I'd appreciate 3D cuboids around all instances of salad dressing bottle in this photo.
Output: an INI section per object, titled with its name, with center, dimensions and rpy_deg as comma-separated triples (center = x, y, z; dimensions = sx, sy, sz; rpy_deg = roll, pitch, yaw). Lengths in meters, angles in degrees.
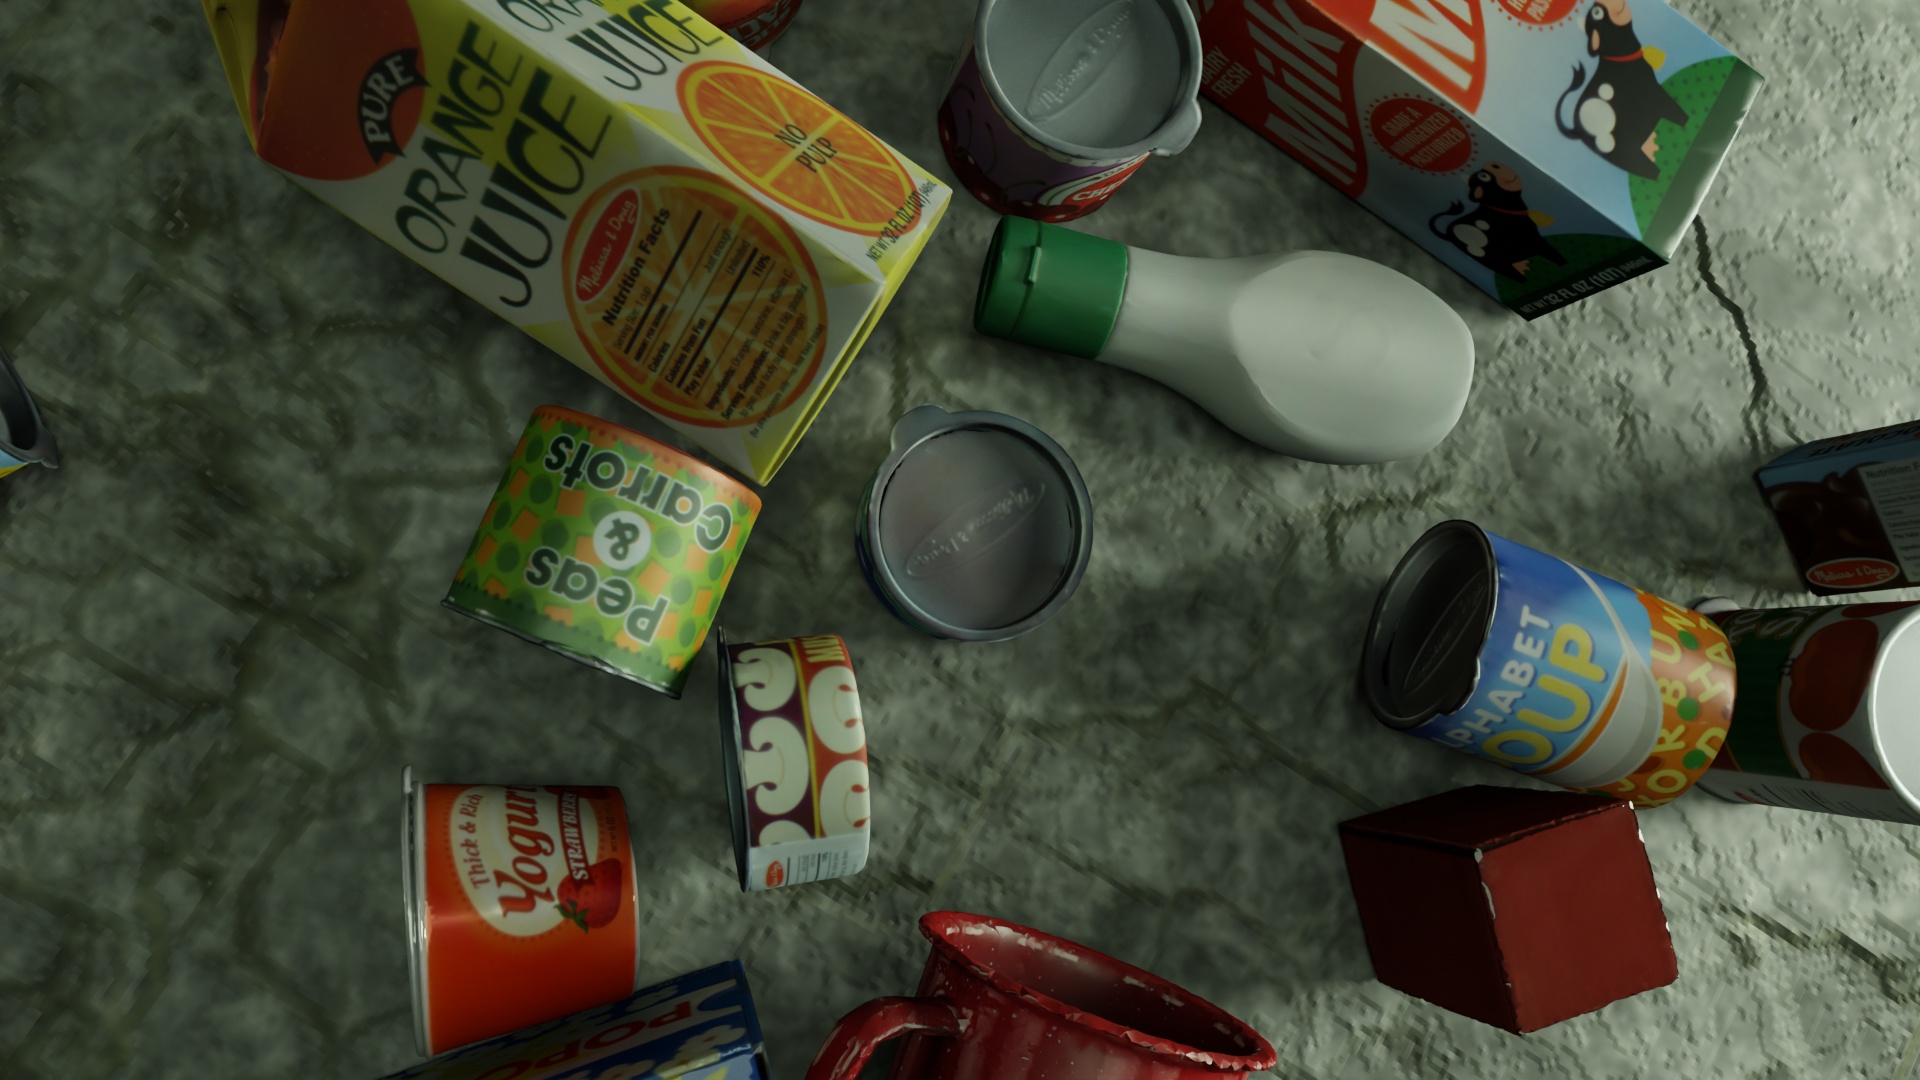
[salad dressing bottle]
center = 0.079, -0.064, 0.424
dimensions = 0.148, 0.044, 0.064
rpy_deg = 13, 84, -9

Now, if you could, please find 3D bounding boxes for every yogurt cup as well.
[yogurt cup]
center = -0.113, 0.093, 0.357
dimensions = 0.054, 0.072, 0.072
rpy_deg = -3, 85, -20

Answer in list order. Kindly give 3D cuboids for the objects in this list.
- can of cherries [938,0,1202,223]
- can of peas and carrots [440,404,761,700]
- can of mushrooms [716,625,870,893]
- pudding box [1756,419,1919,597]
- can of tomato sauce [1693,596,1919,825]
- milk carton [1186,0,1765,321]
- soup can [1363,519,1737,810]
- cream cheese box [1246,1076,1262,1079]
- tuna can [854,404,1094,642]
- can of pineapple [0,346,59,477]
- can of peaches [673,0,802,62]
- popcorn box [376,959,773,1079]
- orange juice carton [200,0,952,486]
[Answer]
[can of cherries]
center = 0.032, -0.132, 0.413
dimensions = 0.071, 0.058, 0.071
rpy_deg = 1, 83, -12
[can of peas and carrots]
center = -0.093, 0.003, 0.366
dimensions = 0.071, 0.071, 0.059
rpy_deg = 23, 80, -9
[can of mushrooms]
center = -0.046, 0.056, 0.373
dimensions = 0.033, 0.071, 0.071
rpy_deg = -5, 85, -13
[pudding box]
center = 0.306, -0.012, 0.445
dimensions = 0.030, 0.083, 0.049
rpy_deg = -24, 89, -16
[can of tomato sauce]
center = 0.274, 0.050, 0.431
dimensions = 0.071, 0.083, 0.071
rpy_deg = 1, 85, -12
[milk carton]
center = 0.138, -0.156, 0.430
dimensions = 0.190, 0.072, 0.073
rpy_deg = 33, 79, -6
[soup can]
center = 0.176, 0.040, 0.418
dimensions = 0.084, 0.071, 0.071
rpy_deg = 20, 81, -9
[cream cheese box]
center = 0.043, 0.176, 0.400
dimensions = 0.104, 0.024, 0.053
rpy_deg = 14, 82, -10
[tuna can]
center = 0.001, -0.005, 0.406
dimensions = 0.071, 0.033, 0.071
rpy_deg = 1, 84, -12
[can of pineapple]
center = -0.270, -0.032, 0.336
dimensions = 0.058, 0.071, 0.071
rpy_deg = -32, 91, -12
[can of peaches]
center = -0.073, -0.177, 0.396
dimensions = 0.071, 0.058, 0.071
rpy_deg = 1, 83, -11
[popcorn box]
center = -0.108, 0.149, 0.340
dimensions = 0.127, 0.085, 0.038
rpy_deg = -16, 89, -13
[orange juice carton]
center = -0.105, -0.106, 0.361
dimensions = 0.192, 0.072, 0.072
rpy_deg = 33, 123, -7
